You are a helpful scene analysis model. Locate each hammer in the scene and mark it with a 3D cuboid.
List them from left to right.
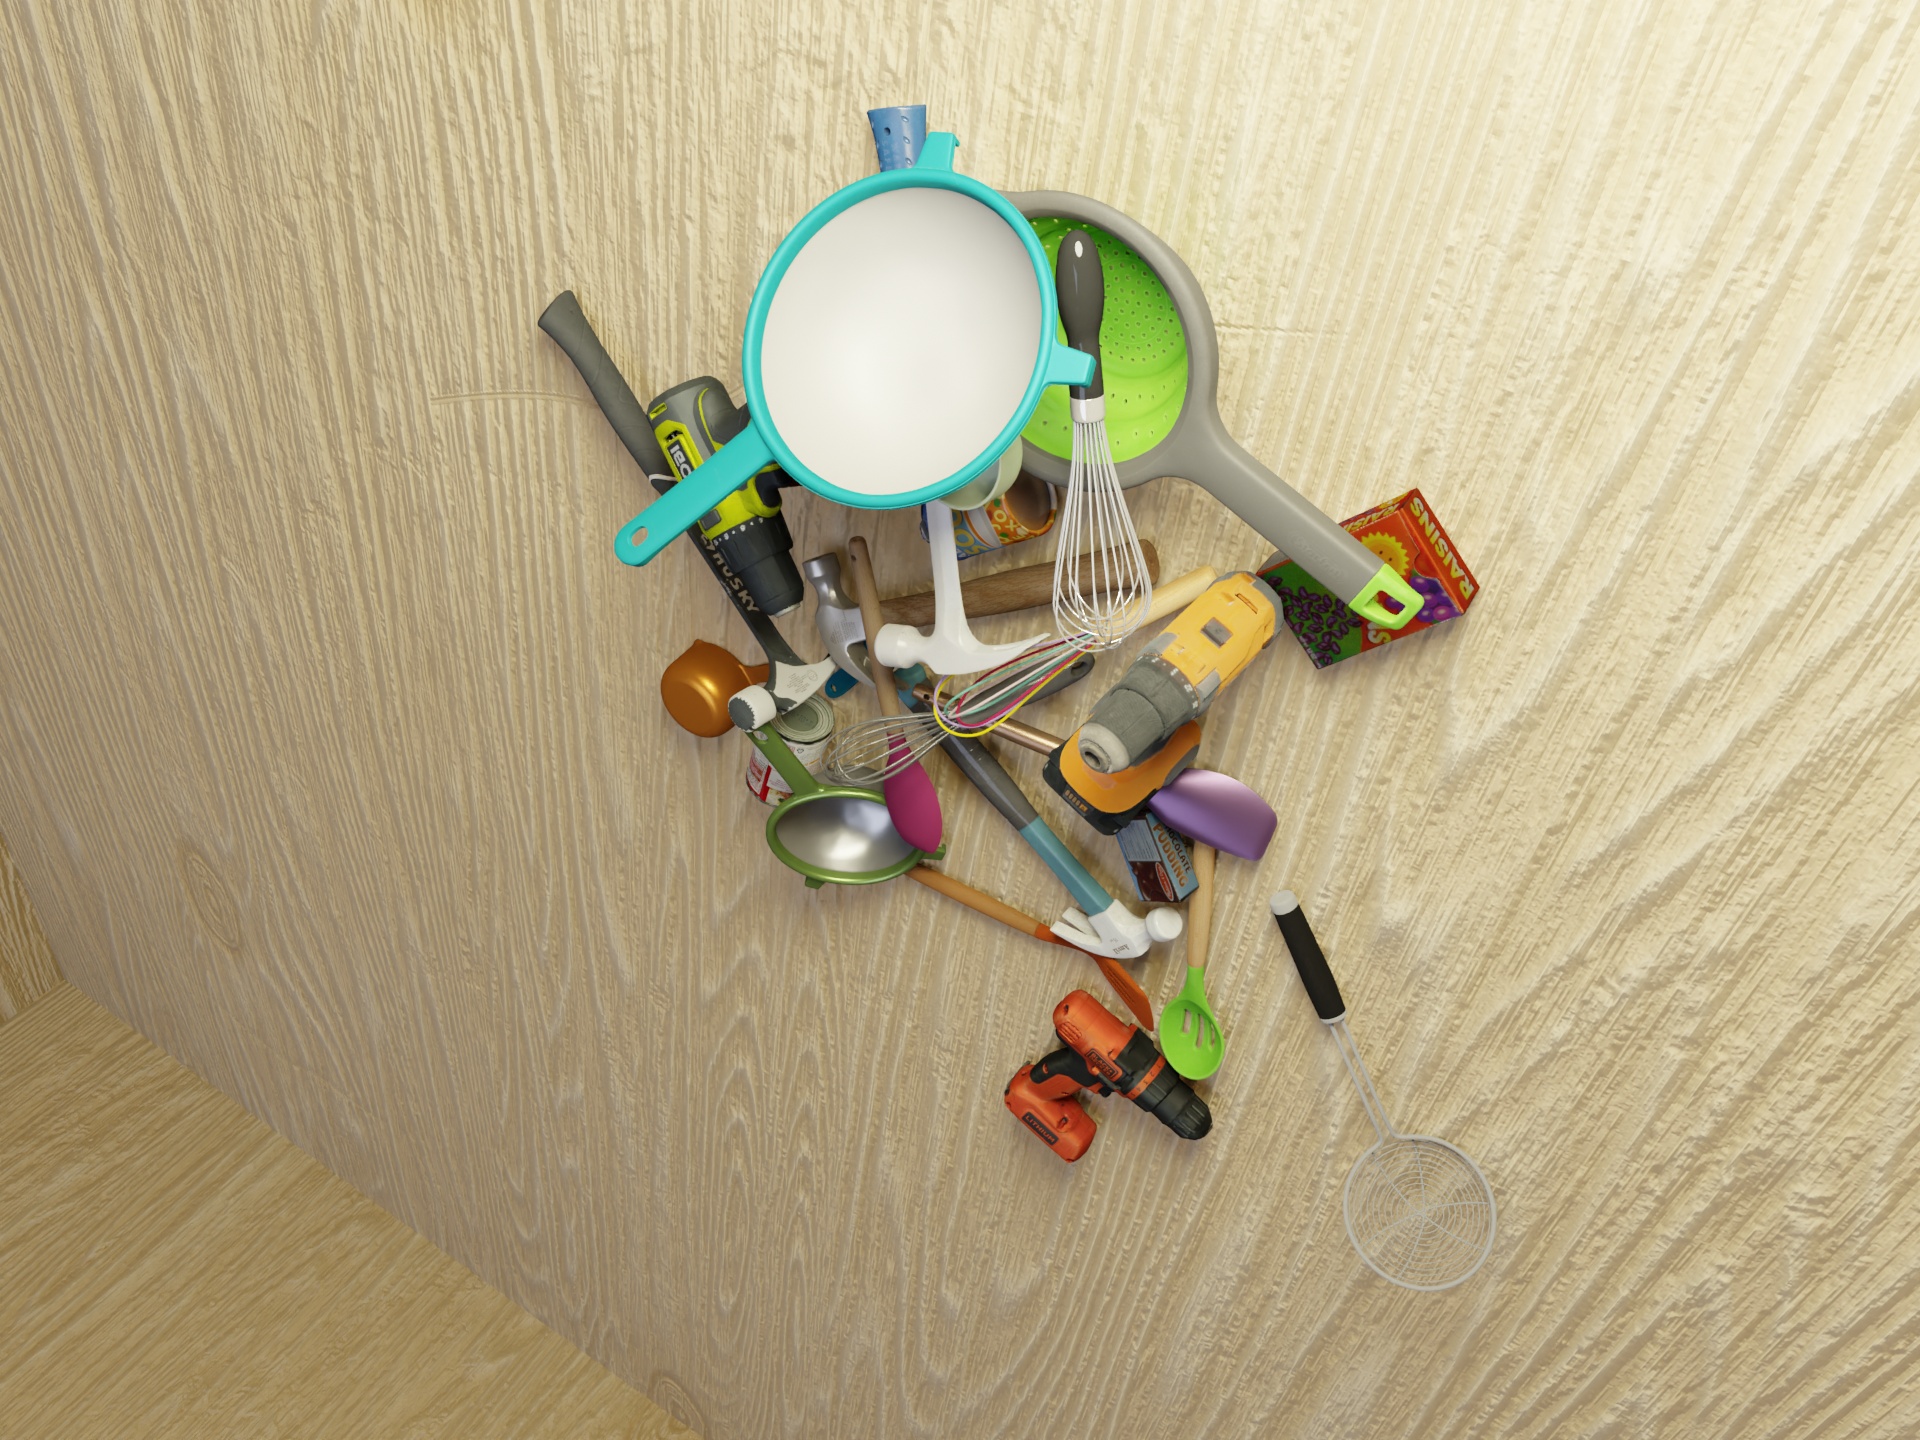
[{"bbox_3d":[-0.238,-0.192,1.373,0.036,0.149,0.409,-31,92,47],"label":"hammer"},{"bbox_3d":[-0.018,-0.227,1.145,0.144,0.035,0.405,7,113,34],"label":"hammer"},{"bbox_3d":[0.013,-0.096,1.284,0.331,0.031,0.130,-8,104,38],"label":"hammer"},{"bbox_3d":[0.052,0.080,1.405,0.331,0.033,0.128,49,145,-3],"label":"hammer"}]

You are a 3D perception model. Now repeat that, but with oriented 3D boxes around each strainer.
[{"bbox_3d":[-0.127,0.056,1.463,0.151,0.069,0.256,-15,136,20],"label":"strainer"},{"bbox_3d":[-0.075,-0.196,1.025,0.340,0.095,0.211,-34,74,18],"label":"strainer"}]

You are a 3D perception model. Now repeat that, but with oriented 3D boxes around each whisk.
[{"bbox_3d":[-0.003,-0.005,1.285,0.239,0.055,0.055,-24,113,2],"label":"whisk"},{"bbox_3d":[0.086,-0.052,1.207,0.245,0.047,0.051,-27,146,19],"label":"whisk"},{"bbox_3d":[0.083,-0.171,1.025,0.070,0.070,0.284,12,125,31],"label":"whisk"}]

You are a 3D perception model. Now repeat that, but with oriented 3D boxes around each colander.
[{"bbox_3d":[0.153,-0.210,1.049,0.397,0.094,0.204,40,138,5],"label":"colander"}]

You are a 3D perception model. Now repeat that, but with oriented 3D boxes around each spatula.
[{"bbox_3d":[0.048,0.195,1.502,0.323,0.041,0.080,23,154,24],"label":"spatula"},{"bbox_3d":[0.106,0.032,1.298,0.316,0.018,0.059,22,104,8],"label":"spatula"}]

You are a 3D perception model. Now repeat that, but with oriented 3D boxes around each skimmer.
[{"bbox_3d":[0.339,0.310,1.331,0.127,0.090,0.363,-23,108,12],"label":"skimmer"}]

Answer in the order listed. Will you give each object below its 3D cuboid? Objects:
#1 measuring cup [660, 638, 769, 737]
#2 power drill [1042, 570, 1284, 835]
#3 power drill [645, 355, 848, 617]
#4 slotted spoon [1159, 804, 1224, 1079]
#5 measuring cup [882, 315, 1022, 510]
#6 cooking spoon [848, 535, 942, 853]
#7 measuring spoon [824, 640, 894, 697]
[{"bbox_3d":[-0.219,-0.029,1.520,0.174,0.052,0.095,-6,119,43],"label":"measuring cup"},{"bbox_3d":[0.130,0.005,1.154,0.084,0.185,0.226,43,152,8],"label":"power drill"},{"bbox_3d":[-0.125,-0.189,1.176,0.228,0.080,0.190,-21,96,48],"label":"power drill"},{"bbox_3d":[0.209,0.193,1.386,0.070,0.031,0.313,26,134,34],"label":"slotted spoon"},{"bbox_3d":[-0.017,-0.222,1.083,0.083,0.038,0.167,-37,83,44],"label":"measuring cup"},{"bbox_3d":[-0.060,-0.013,1.337,0.069,0.017,0.318,21,134,37],"label":"cooking spoon"},{"bbox_3d":[-0.089,-0.047,1.437,0.042,0.021,0.128,61,147,2],"label":"measuring spoon"}]
